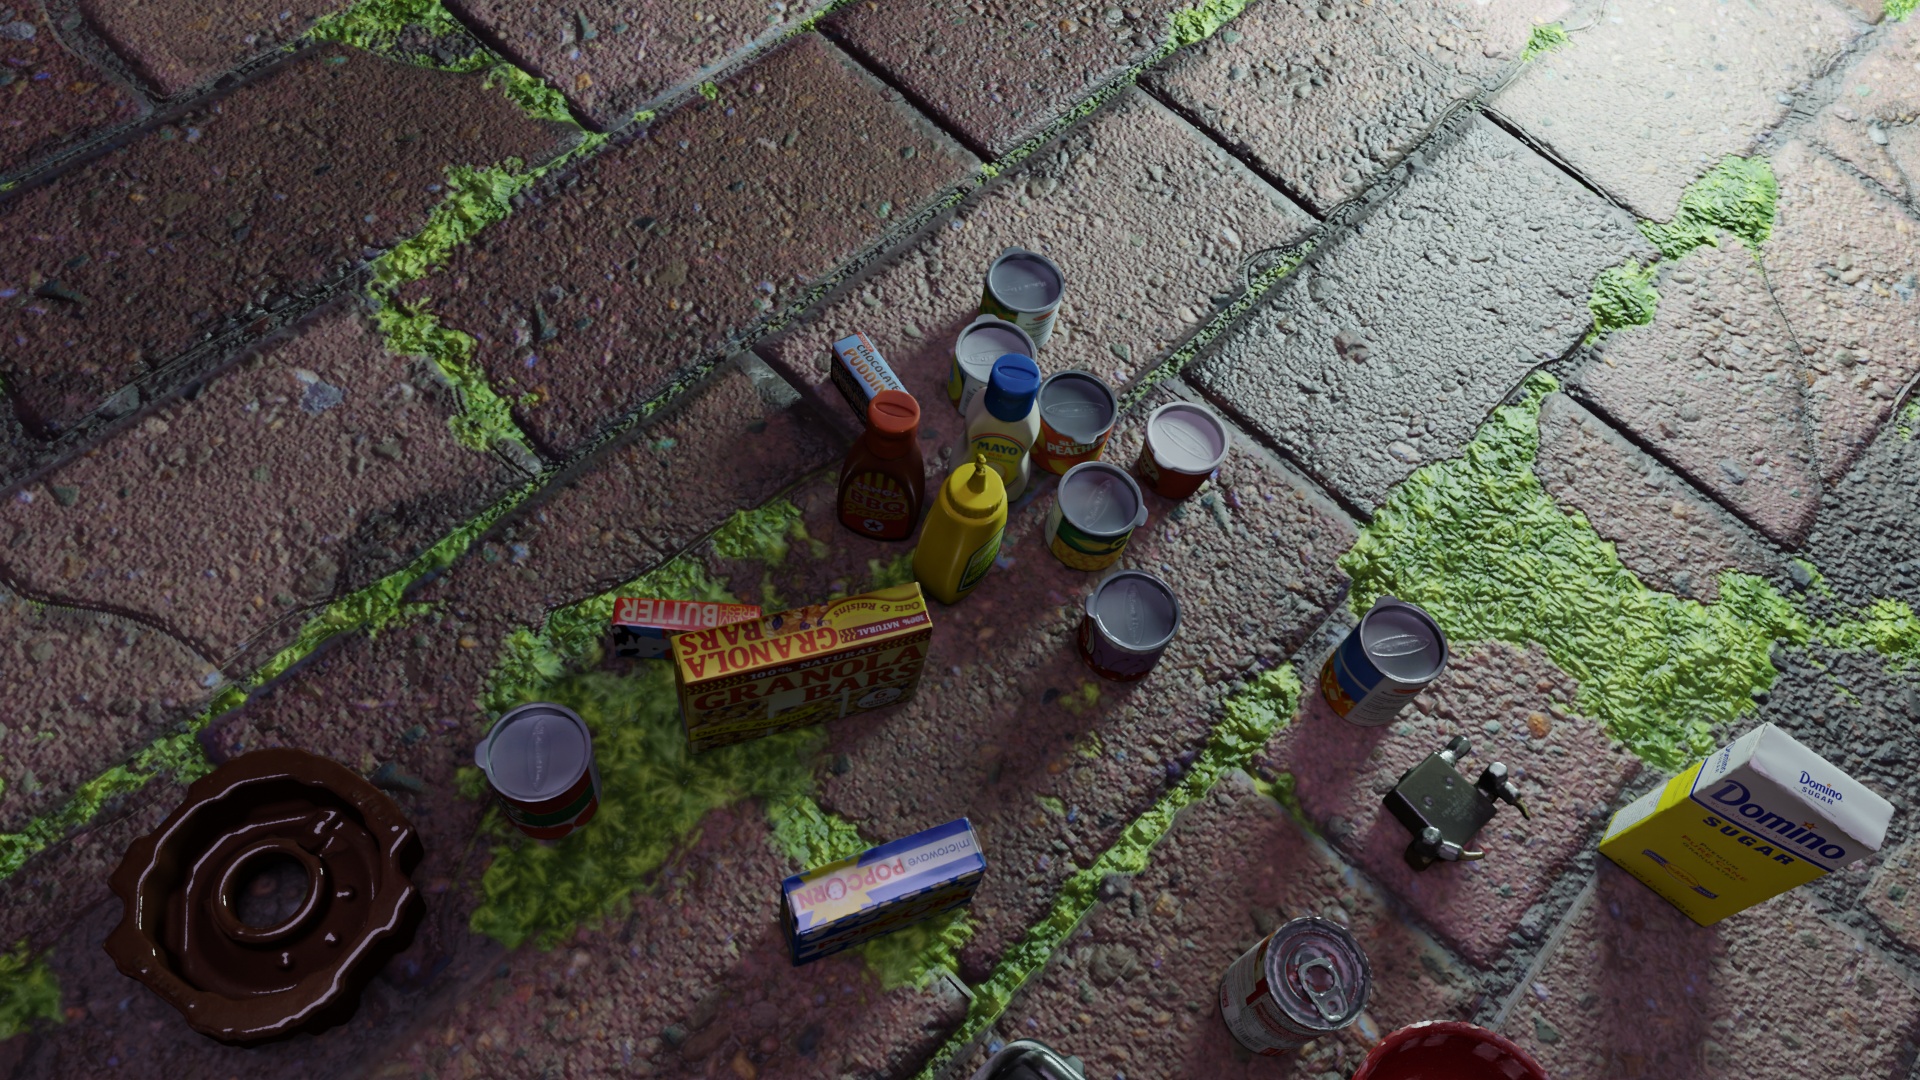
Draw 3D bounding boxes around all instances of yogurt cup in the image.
[{"bbox_3d":[0.176,-0.070,1.117,0.072,0.053,0.073,4,60,-7],"label":"yogurt cup"}]

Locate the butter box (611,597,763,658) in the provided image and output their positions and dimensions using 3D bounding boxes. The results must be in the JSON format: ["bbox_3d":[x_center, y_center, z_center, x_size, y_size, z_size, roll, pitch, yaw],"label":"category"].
[{"bbox_3d":[-0.192,0.064,0.983,0.103,0.053,0.024,4,60,-7],"label":"butter box"}]

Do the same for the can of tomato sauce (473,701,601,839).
[{"bbox_3d":[-0.272,0.152,0.903,0.071,0.082,0.071,4,60,-7],"label":"can of tomato sauce"}]

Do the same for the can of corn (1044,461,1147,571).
[{"bbox_3d":[0.104,-0.017,1.073,0.071,0.058,0.071,4,60,-7],"label":"can of corn"}]

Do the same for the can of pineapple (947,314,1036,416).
[{"bbox_3d":[0.025,-0.138,1.131,0.071,0.057,0.071,4,60,-7],"label":"can of pineapple"}]

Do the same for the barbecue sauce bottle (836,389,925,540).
[{"bbox_3d":[-0.055,-0.054,1.017,0.065,0.147,0.044,15,60,0],"label":"barbecue sauce bottle"}]

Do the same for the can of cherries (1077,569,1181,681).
[{"bbox_3d":[0.121,0.063,1.030,0.071,0.058,0.072,4,60,-7],"label":"can of cherries"}]

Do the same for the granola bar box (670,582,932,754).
[{"bbox_3d":[-0.108,0.088,0.941,0.166,0.123,0.039,-12,63,-15],"label":"granola bar box"}]

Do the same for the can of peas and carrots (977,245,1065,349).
[{"bbox_3d":[0.049,-0.202,1.171,0.071,0.058,0.071,4,60,-7],"label":"can of peas and carrots"}]

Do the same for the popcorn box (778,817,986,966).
[{"bbox_3d":[-0.051,0.227,0.893,0.127,0.084,0.038,-16,64,-17],"label":"popcorn box"}]

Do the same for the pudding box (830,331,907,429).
[{"bbox_3d":[-0.071,-0.120,1.110,0.030,0.049,0.084,-26,68,-21],"label":"pudding box"}]

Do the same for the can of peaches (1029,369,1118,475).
[{"bbox_3d":[0.088,-0.092,1.114,0.071,0.057,0.071,4,60,-7],"label":"can of peaches"}]

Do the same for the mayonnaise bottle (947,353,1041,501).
[{"bbox_3d":[0.030,-0.083,1.047,0.065,0.147,0.041,11,60,-3],"label":"mayonnaise bottle"}]

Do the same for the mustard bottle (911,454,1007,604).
[{"bbox_3d":[0.004,-0.012,0.996,0.049,0.159,0.065,39,62,13],"label":"mustard bottle"}]

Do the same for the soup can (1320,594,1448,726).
[{"bbox_3d":[0.311,0.090,1.029,0.071,0.083,0.071,4,60,-7],"label":"soup can"}]
